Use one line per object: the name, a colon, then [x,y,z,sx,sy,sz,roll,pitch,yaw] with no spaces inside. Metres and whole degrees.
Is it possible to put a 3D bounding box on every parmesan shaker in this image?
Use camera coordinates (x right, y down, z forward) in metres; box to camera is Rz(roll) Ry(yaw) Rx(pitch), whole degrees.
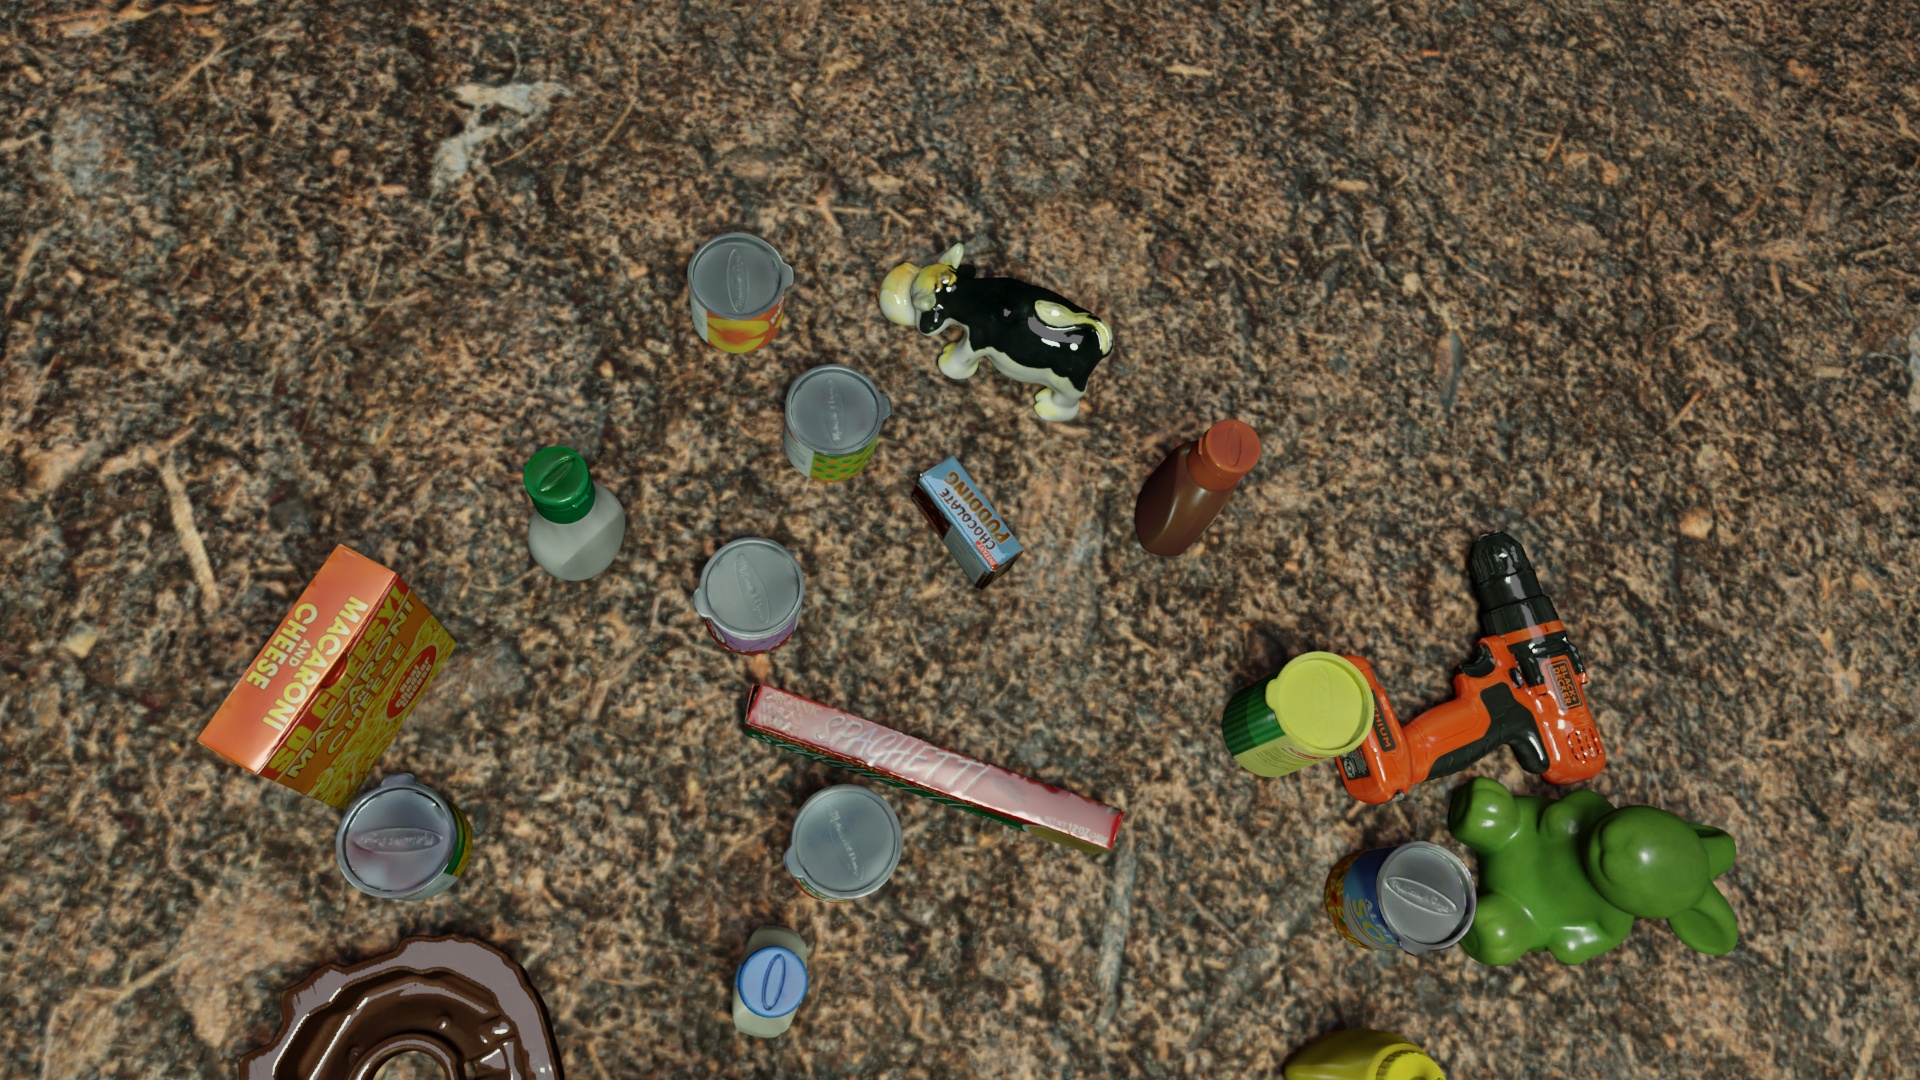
parmesan shaker: [0.217,0.116,0.915,0.071,0.102,0.071,3,73,-9]

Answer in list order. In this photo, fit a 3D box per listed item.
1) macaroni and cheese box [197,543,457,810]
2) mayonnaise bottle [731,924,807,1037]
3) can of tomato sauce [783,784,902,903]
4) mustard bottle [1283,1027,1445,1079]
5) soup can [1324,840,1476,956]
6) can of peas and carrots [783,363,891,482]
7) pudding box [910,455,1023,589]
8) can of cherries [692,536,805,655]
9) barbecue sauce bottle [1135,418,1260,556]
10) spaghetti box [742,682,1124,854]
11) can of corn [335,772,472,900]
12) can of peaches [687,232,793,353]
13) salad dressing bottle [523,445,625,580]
macaroni and cheese box: [-0.354,0.083,0.797,0.040,0.166,0.124,28,71,0]
mayonnaise bottle: [-0.109,0.252,0.794,0.041,0.147,0.065,13,71,-5]
can of tomato sauce: [-0.075,0.189,0.854,0.071,0.083,0.071,3,73,-9]
mustard bottle: [0.247,0.323,0.824,0.065,0.159,0.049,-23,78,-15]
soup can: [0.282,0.234,0.899,0.071,0.083,0.071,3,73,-9]
can of peas and carrots: [-0.085,-0.080,0.950,0.071,0.058,0.071,3,72,-9]
pudding box: [0.003,-0.012,0.948,0.030,0.049,0.084,-34,81,-17]
can of cherries: [-0.138,0.038,0.904,0.071,0.058,0.071,3,72,-9]
barbecue sauce bottle: [0.157,-0.038,0.930,0.044,0.148,0.065,9,72,-6]
spaghetti box: [-0.020,0.148,0.893,0.250,0.050,0.029,20,71,-3]
can of corn: [-0.329,0.178,0.828,0.071,0.058,0.071,3,72,-9]
can of peaches: [-0.153,-0.171,0.968,0.071,0.058,0.071,3,72,-9]
salad dressing bottle: [-0.240,-0.017,0.857,0.044,0.147,0.064,42,71,5]
